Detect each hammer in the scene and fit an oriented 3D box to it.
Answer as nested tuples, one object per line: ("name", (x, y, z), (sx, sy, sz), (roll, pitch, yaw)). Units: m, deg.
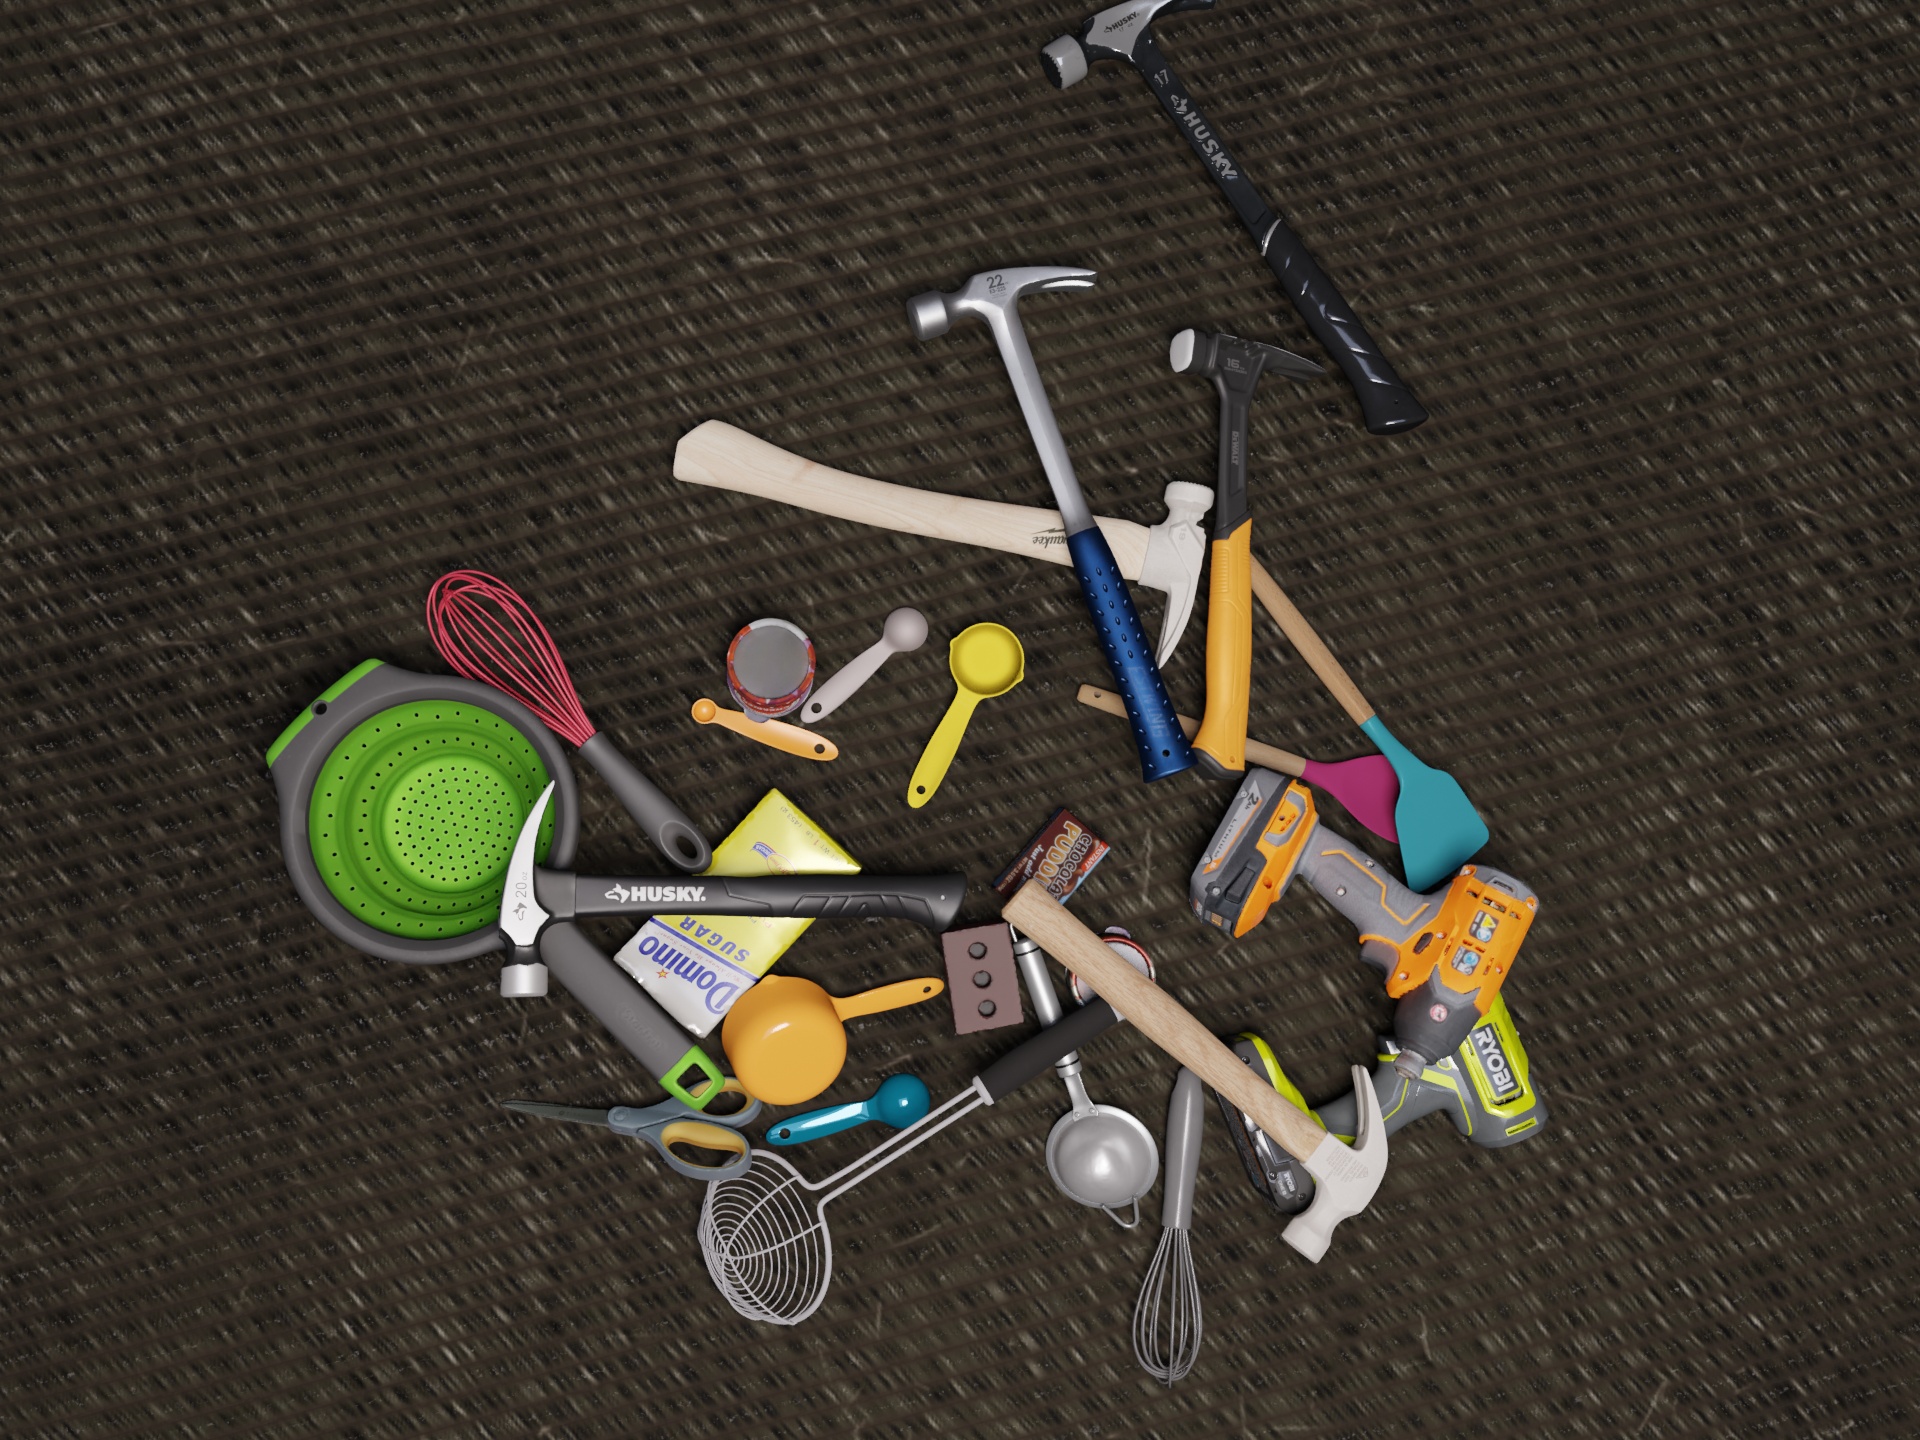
("hammer", (0.093, -0.152, 1.187), (0.144, 0.035, 0.405), (-19, 83, -5))
("hammer", (0.167, 0.230, 1.144), (0.331, 0.031, 0.130), (40, 80, 3))
("hammer", (0.233, -0.391, 1.227), (0.149, 0.036, 0.409), (-32, 83, -6))
("hammer", (-0.018, -0.149, 1.224), (0.410, 0.038, 0.146), (12, 88, -2))
("hammer", (-0.155, 0.120, 1.135), (0.334, 0.035, 0.146), (2, 78, -19))
("hammer", (0.211, -0.122, 1.205), (0.127, 0.034, 0.337), (7, 83, -25))

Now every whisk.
("whisk", (0.165, 0.383, 1.210), (0.055, 0.055, 0.239), (7, 83, -3))
("whisk", (-0.288, 0.002, 1.178), (0.073, 0.073, 0.296), (-43, 86, -4))

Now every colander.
("colander", (-0.320, 0.131, 1.161), (0.397, 0.094, 0.204), (45, 80, 0))

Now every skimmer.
("skimmer", (-0.033, 0.311, 1.180), (0.363, 0.090, 0.127), (-31, 69, -6))

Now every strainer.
("strainer", (0.083, 0.271, 1.203), (0.087, 0.050, 0.258), (-20, 90, 16))

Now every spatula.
("spatula", (0.294, -0.017, 1.235), (0.082, 0.044, 0.317), (-33, 82, -14))

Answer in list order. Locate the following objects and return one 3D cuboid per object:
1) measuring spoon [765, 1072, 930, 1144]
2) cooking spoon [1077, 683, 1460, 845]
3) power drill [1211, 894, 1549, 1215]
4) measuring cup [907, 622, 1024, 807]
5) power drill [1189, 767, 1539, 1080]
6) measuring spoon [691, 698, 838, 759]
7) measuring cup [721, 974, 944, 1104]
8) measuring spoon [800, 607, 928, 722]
("measuring spoon", (-0.085, 0.302, 1.207), (0.128, 0.021, 0.042), (-14, 88, -5))
("cooking spoon", (0.242, 0.028, 1.240), (0.319, 0.017, 0.069), (19, 76, -3))
("power drill", (0.309, 0.256, 1.207), (0.228, 0.080, 0.190), (-22, 85, -6))
("measuring cup", (-0.002, -0.004, 1.229), (0.062, 0.029, 0.156), (27, 98, -2))
("power drill", (0.285, 0.149, 1.164), (0.226, 0.084, 0.164), (27, 72, 17))
("measuring spoon", (-0.150, 0.009, 1.224), (0.117, 0.011, 0.021), (18, 75, -6))
("measuring cup", (-0.088, 0.230, 1.184), (0.173, 0.052, 0.095), (-13, 116, -13))
("measuring spoon", (-0.075, -0.041, 1.224), (0.124, 0.018, 0.034), (-42, 91, -3))
